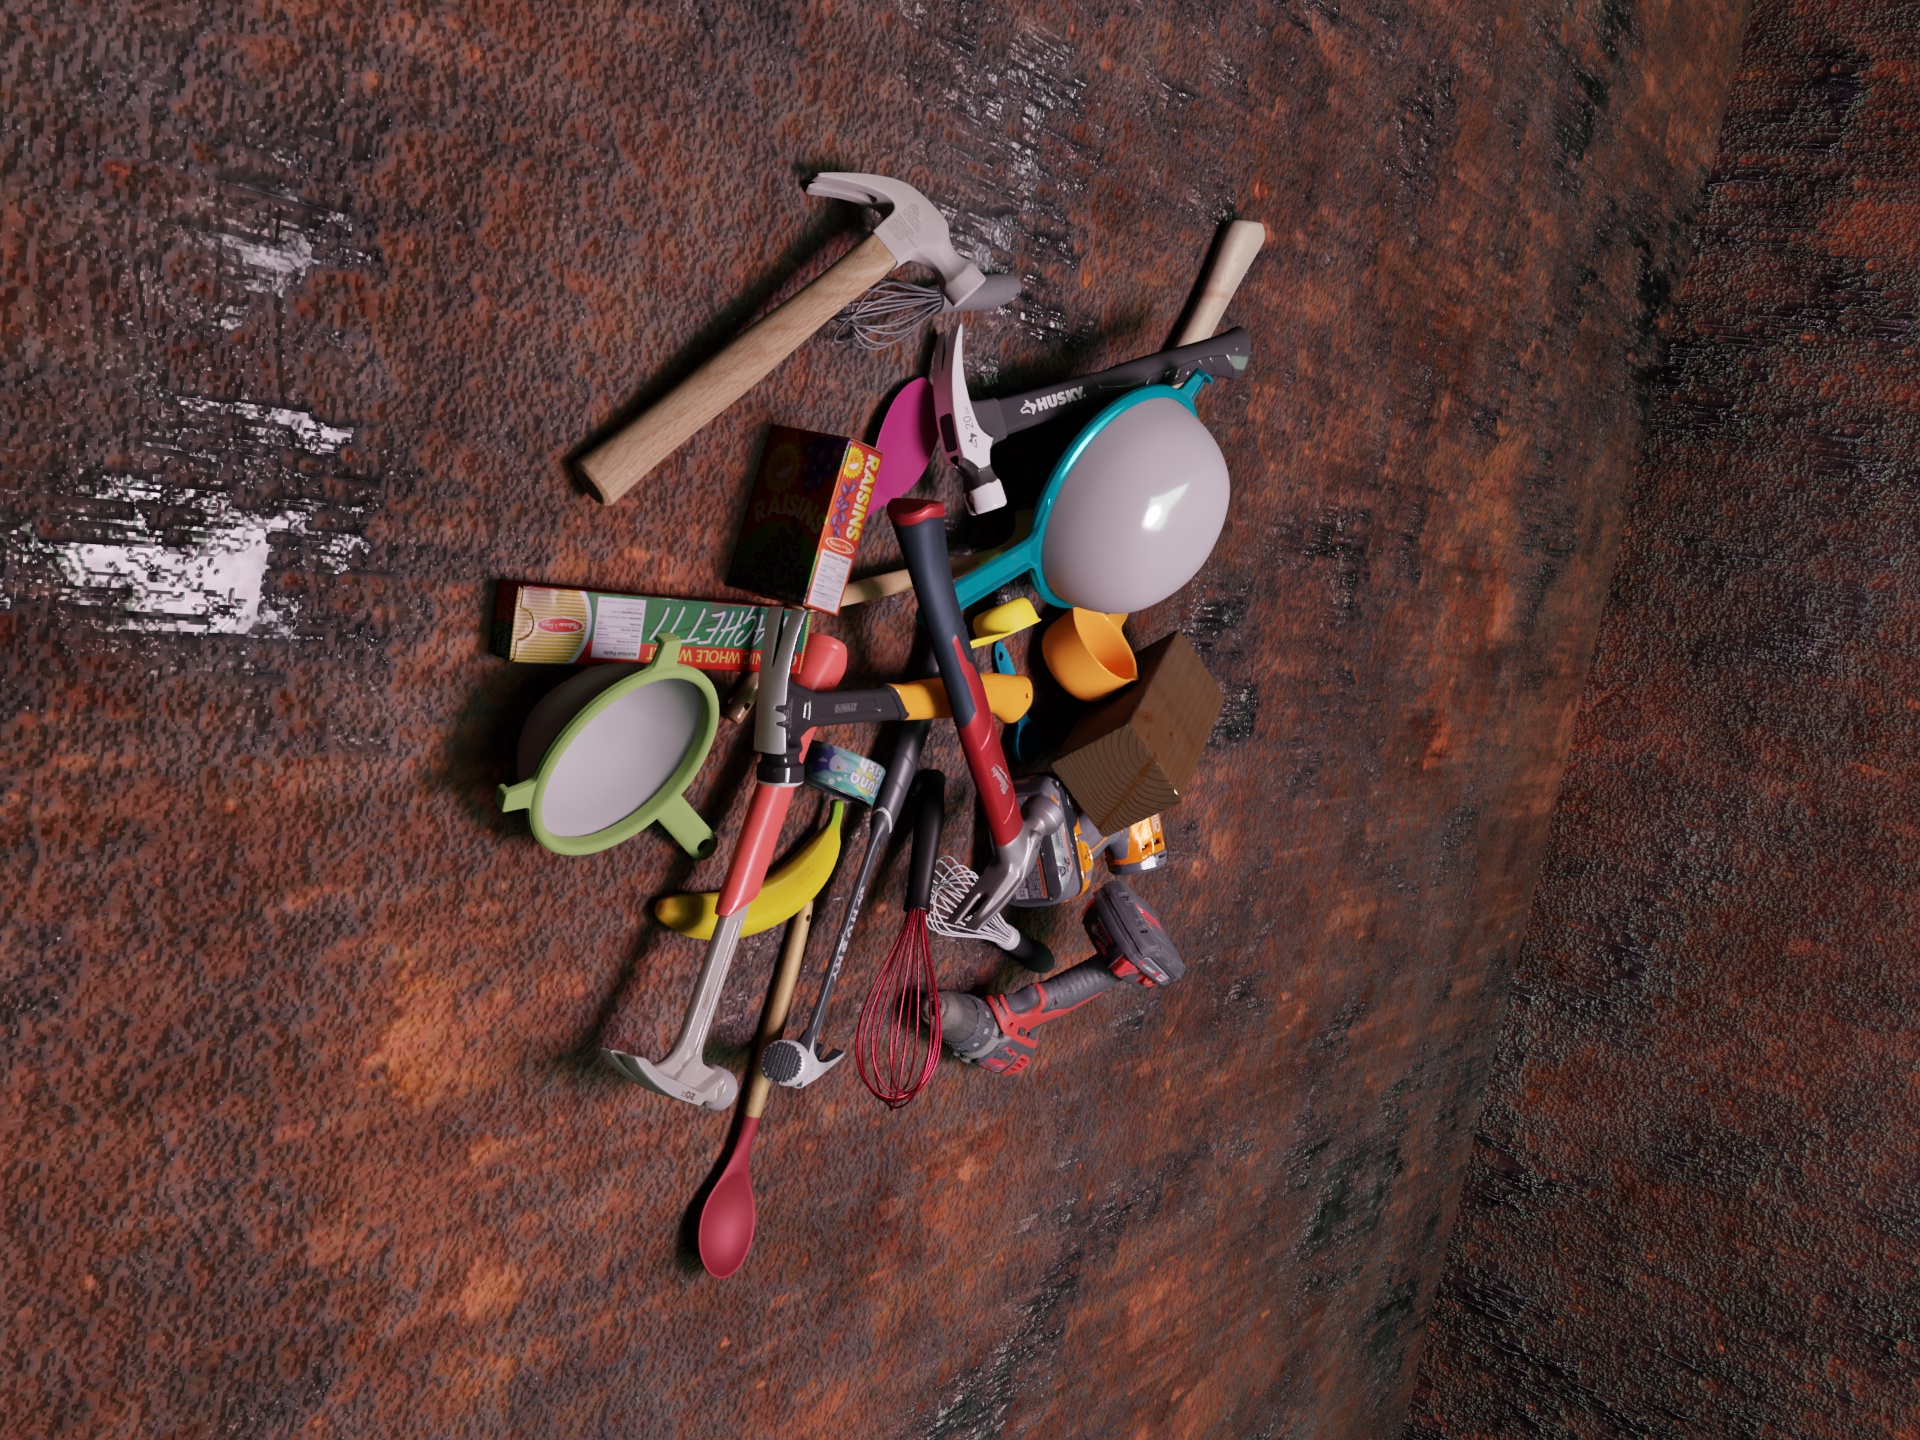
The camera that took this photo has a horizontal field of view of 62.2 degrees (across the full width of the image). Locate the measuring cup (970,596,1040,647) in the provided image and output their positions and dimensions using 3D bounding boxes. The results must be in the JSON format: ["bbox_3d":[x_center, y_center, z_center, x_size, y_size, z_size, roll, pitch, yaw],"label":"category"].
[{"bbox_3d":[0.023,-0.081,1.346,0.029,0.062,0.156,67,19,-1],"label":"measuring cup"}]

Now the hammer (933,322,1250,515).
[{"bbox_3d":[0.119,-0.286,1.340,0.334,0.035,0.146,-23,99,-31],"label":"hammer"}]

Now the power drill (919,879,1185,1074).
[{"bbox_3d":[0.079,0.245,1.482,0.226,0.080,0.187,-34,148,9],"label":"power drill"}]

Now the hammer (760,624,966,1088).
[{"bbox_3d":[-0.069,0.104,1.319,0.149,0.036,0.409,61,47,-75],"label":"hammer"}]

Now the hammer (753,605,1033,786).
[{"bbox_3d":[-0.040,-0.024,1.250,0.336,0.034,0.127,-5,101,-56],"label":"hammer"}]

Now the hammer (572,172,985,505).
[{"bbox_3d":[-0.132,-0.260,1.083,0.331,0.031,0.130,-45,100,-23],"label":"hammer"}]

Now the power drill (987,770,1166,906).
[{"bbox_3d":[0.117,0.084,1.536,0.226,0.084,0.164,-14,94,-54],"label":"power drill"}]

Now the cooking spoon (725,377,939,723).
[{"bbox_3d":[-0.096,-0.133,1.228,0.319,0.017,0.068,-61,142,-18],"label":"cooking spoon"}]

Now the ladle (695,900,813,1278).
[{"bbox_3d":[-0.165,0.298,1.301,0.069,0.031,0.315,14,90,-57],"label":"ladle"}]

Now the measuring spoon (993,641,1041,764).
[{"bbox_3d":[0.044,-0.017,1.468,0.042,0.021,0.128,-46,127,-43],"label":"measuring spoon"}]

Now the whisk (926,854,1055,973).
[{"bbox_3d":[0.031,0.197,1.501,0.070,0.070,0.284,-65,148,-12],"label":"whisk"}]

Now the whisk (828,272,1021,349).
[{"bbox_3d":[-0.021,-0.323,1.232,0.239,0.055,0.055,-28,125,-50],"label":"whisk"}]

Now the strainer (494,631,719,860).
[{"bbox_3d":[-0.228,0.032,1.090,0.151,0.069,0.256,-46,157,-11],"label":"strainer"}]

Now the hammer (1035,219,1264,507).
[{"bbox_3d":[0.200,-0.314,1.535,0.411,0.038,0.146,-60,144,-18],"label":"hammer"}]

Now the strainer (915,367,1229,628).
[{"bbox_3d":[0.115,-0.139,1.308,0.340,0.095,0.210,-33,144,-32],"label":"strainer"}]

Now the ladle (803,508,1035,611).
[{"bbox_3d":[-0.016,-0.121,1.309,0.320,0.062,0.078,-19,90,-45],"label":"ladle"}]

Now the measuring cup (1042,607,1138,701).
[{"bbox_3d":[0.127,-0.077,1.520,0.095,0.052,0.174,48,27,-9],"label":"measuring cup"}]

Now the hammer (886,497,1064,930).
[{"bbox_3d":[-0.002,-0.004,1.244,0.143,0.038,0.385,-50,140,-32],"label":"hammer"}]

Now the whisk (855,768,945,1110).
[{"bbox_3d":[-0.040,0.180,1.342,0.073,0.073,0.296,38,53,-52],"label":"whisk"}]

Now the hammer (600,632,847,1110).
[{"bbox_3d":[-0.157,0.097,1.160,0.149,0.037,0.359,53,50,-59],"label":"hammer"}]
